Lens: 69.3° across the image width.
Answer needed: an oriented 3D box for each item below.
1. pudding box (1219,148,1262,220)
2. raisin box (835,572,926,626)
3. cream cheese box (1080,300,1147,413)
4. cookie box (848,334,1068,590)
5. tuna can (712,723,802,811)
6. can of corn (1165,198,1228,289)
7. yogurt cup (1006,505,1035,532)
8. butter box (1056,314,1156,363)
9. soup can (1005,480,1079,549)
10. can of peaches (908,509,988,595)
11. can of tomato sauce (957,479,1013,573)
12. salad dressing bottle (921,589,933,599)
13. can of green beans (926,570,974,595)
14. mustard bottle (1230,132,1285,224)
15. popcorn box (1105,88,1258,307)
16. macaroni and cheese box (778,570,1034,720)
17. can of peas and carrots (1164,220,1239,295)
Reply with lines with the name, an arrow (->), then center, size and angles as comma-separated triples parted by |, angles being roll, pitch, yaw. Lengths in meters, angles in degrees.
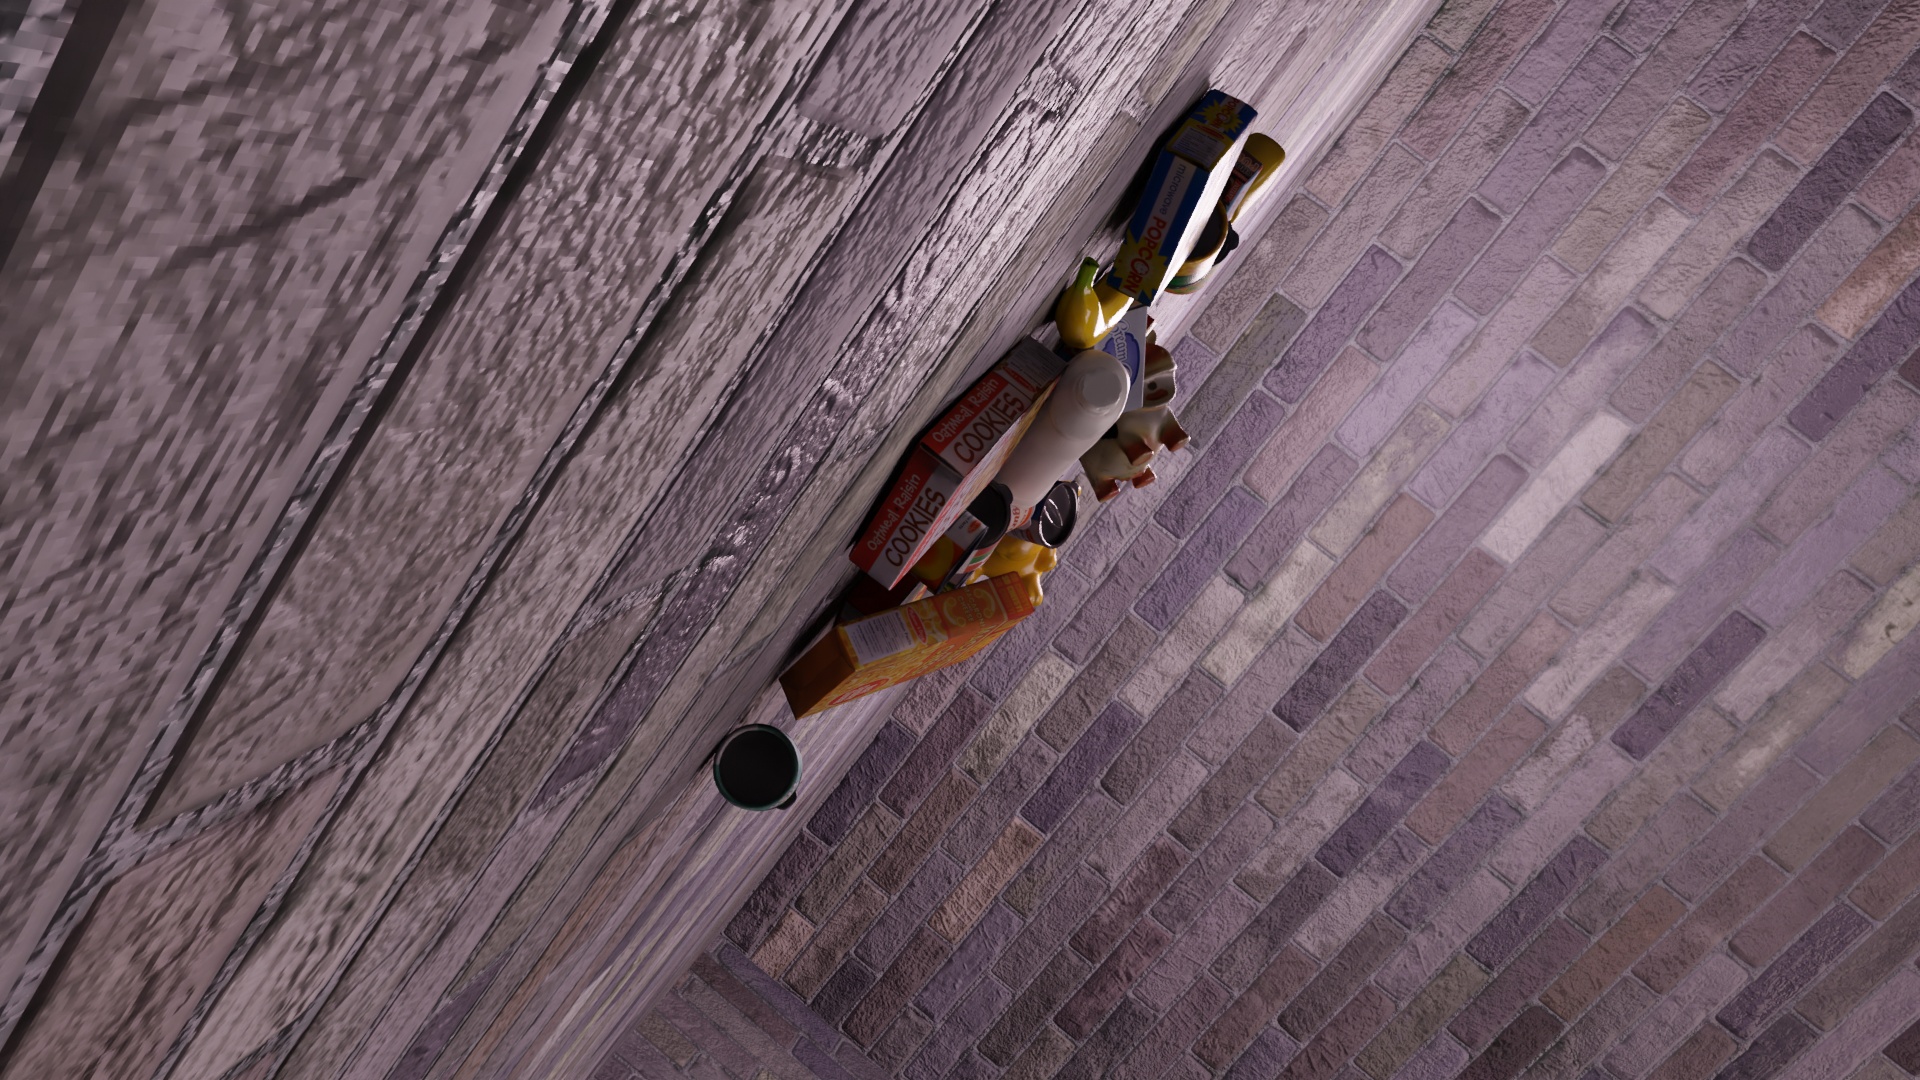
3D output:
pudding box -> 0.205, -0.287, 1.121 | 0.030, 0.050, 0.083 | -49, 175, -20
raisin box -> -0.064, 0.050, 1.164 | 0.086, 0.040, 0.123 | -50, 174, -24
cream cheese box -> 0.128, -0.152, 1.170 | 0.053, 0.024, 0.103 | -19, 130, -21
cookie box -> -0.001, -0.055, 0.953 | 0.168, 0.040, 0.122 | -49, 175, -47
tuna can -> -0.153, 0.175, 1.057 | 0.071, 0.071, 0.032 | -51, 174, -10
can of corn -> 0.169, -0.234, 1.060 | 0.071, 0.071, 0.058 | -51, 175, -7
yogurt cup -> 0.027, -0.034, 1.285 | 0.054, 0.072, 0.072 | -35, 165, -47
butter box -> 0.120, -0.166, 1.211 | 0.103, 0.053, 0.024 | -53, 174, 13
soup can -> 0.064, -0.036, 1.347 | 0.071, 0.084, 0.071 | -26, 124, -46
can of peaches -> -0.022, 0.000, 1.064 | 0.071, 0.058, 0.071 | -51, 176, -4
can of tomato sauce -> 0.004, -0.015, 1.162 | 0.071, 0.071, 0.083 | -50, 176, -17
salad dressing bottle -> -0.041, 0.050, 1.388 | 0.064, 0.044, 0.147 | -40, 171, -39
can of green beans -> -0.015, 0.015, 1.259 | 0.071, 0.058, 0.071 | -51, 176, -5
mustard bottle -> 0.249, -0.324, 1.282 | 0.161, 0.049, 0.065 | -47, 174, -44
popcorn box -> 0.150, -0.233, 0.948 | 0.085, 0.038, 0.126 | -54, 171, -37
macaroni and cheese box -> -0.042, 0.080, 1.077 | 0.167, 0.040, 0.123 | -17, 166, -34
can of peas and carrots -> 0.196, -0.251, 1.189 | 0.071, 0.071, 0.058 | -51, 176, -14
